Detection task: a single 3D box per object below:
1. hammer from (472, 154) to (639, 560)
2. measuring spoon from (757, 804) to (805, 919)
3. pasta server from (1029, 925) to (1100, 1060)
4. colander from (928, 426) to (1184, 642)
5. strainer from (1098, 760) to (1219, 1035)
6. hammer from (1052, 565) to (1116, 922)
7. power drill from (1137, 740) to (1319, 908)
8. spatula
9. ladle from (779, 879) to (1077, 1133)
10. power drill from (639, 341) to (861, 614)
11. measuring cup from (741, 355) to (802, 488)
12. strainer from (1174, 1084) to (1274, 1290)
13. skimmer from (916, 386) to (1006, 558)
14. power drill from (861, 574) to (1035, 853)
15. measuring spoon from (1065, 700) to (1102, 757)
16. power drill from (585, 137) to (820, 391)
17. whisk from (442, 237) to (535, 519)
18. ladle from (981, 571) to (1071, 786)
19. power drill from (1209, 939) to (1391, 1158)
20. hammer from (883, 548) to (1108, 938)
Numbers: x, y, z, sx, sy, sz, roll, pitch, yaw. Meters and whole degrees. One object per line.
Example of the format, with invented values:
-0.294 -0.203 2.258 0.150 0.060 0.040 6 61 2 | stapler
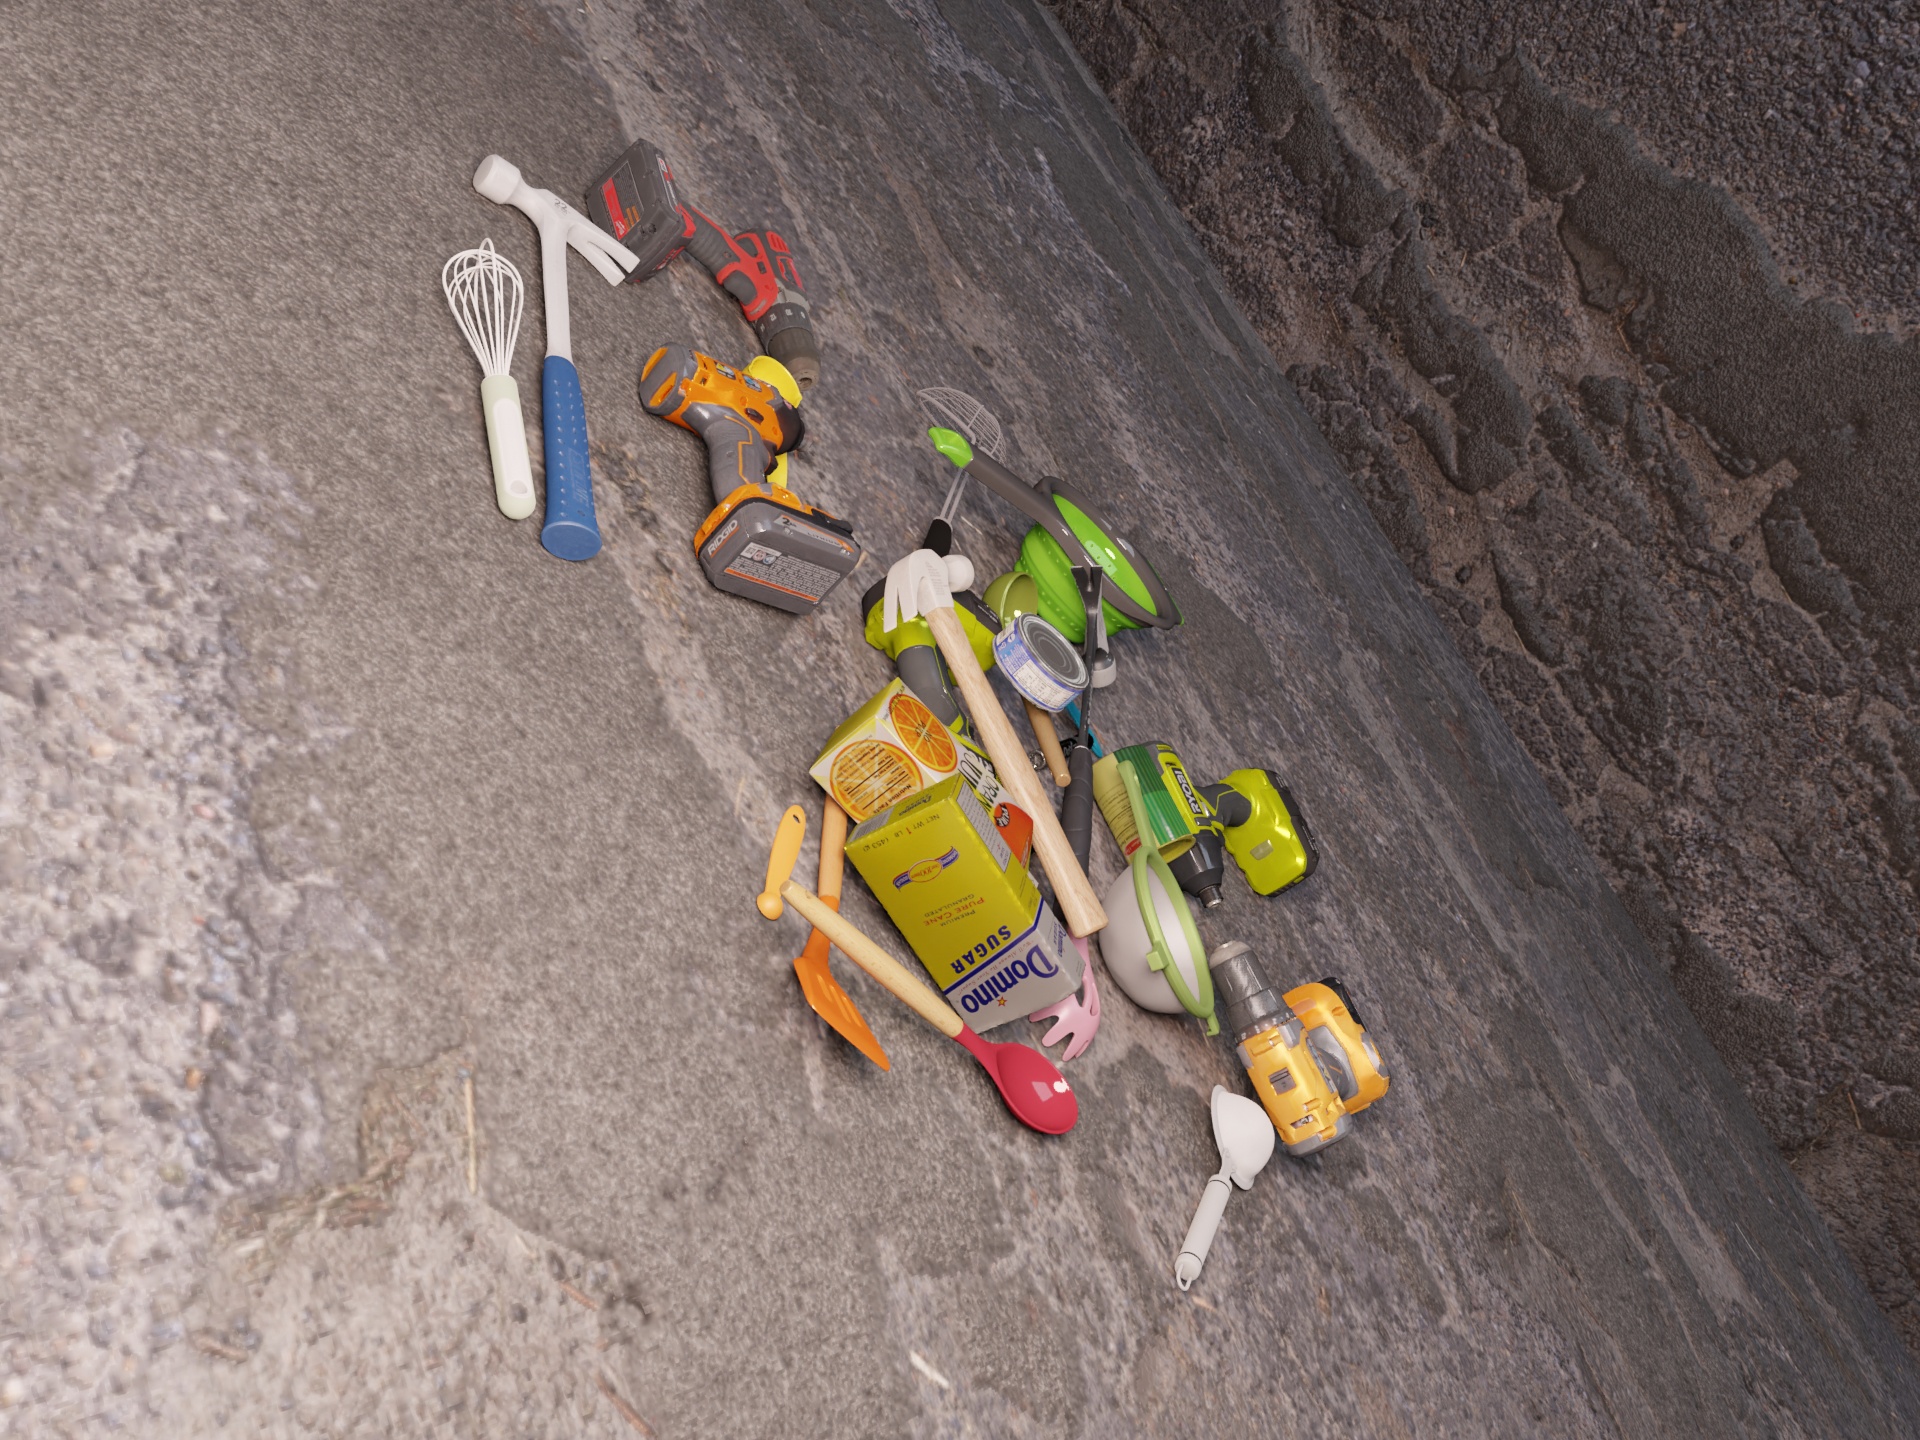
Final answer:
-0.301 -0.276 1.217 0.144 0.035 0.406 27 37 -41 | hammer
-0.119 0.094 1.091 0.021 0.011 0.117 42 29 -20 | measuring spoon
0.091 0.157 1.333 0.060 0.040 0.316 42 25 -21 | pasta server
0.073 -0.174 1.592 0.396 0.094 0.205 27 30 -47 | colander
0.146 0.146 1.368 0.151 0.069 0.257 50 22 -47 | strainer
0.109 0.021 1.408 0.409 0.036 0.149 -80 165 -50 | hammer
0.263 0.112 1.601 0.223 0.080 0.171 9 50 -49 | power drill
-0.083 0.105 1.103 0.081 0.041 0.323 47 25 -31 | spatula
-0.018 0.194 1.064 0.315 0.031 0.069 46 24 -35 | ladle
-0.161 -0.197 1.292 0.164 0.084 0.227 16 41 -45 | power drill
-0.172 -0.256 1.417 0.062 0.029 0.157 23 51 -40 | measuring cup
0.209 0.365 1.256 0.087 0.050 0.258 64 29 -10 | strainer
-0.025 -0.214 1.583 0.127 0.090 0.364 45 38 -24 | skimmer
-0.002 -0.004 1.322 0.190 0.080 0.229 34 35 -41 | power drill
0.098 -0.013 1.558 0.128 0.021 0.042 57 25 -13 | measuring spoon
-0.221 -0.408 1.459 0.226 0.080 0.188 21 41 -51 | power drill
-0.328 -0.244 1.128 0.057 0.059 0.247 1 59 -30 | whisk
0.069 -0.039 1.425 0.320 0.062 0.078 -107 -173 -56 | ladle
0.297 0.279 1.410 0.226 0.084 0.185 10 51 -64 | power drill
0.030 0.016 1.242 0.130 0.031 0.331 -8 71 -60 | hammer
